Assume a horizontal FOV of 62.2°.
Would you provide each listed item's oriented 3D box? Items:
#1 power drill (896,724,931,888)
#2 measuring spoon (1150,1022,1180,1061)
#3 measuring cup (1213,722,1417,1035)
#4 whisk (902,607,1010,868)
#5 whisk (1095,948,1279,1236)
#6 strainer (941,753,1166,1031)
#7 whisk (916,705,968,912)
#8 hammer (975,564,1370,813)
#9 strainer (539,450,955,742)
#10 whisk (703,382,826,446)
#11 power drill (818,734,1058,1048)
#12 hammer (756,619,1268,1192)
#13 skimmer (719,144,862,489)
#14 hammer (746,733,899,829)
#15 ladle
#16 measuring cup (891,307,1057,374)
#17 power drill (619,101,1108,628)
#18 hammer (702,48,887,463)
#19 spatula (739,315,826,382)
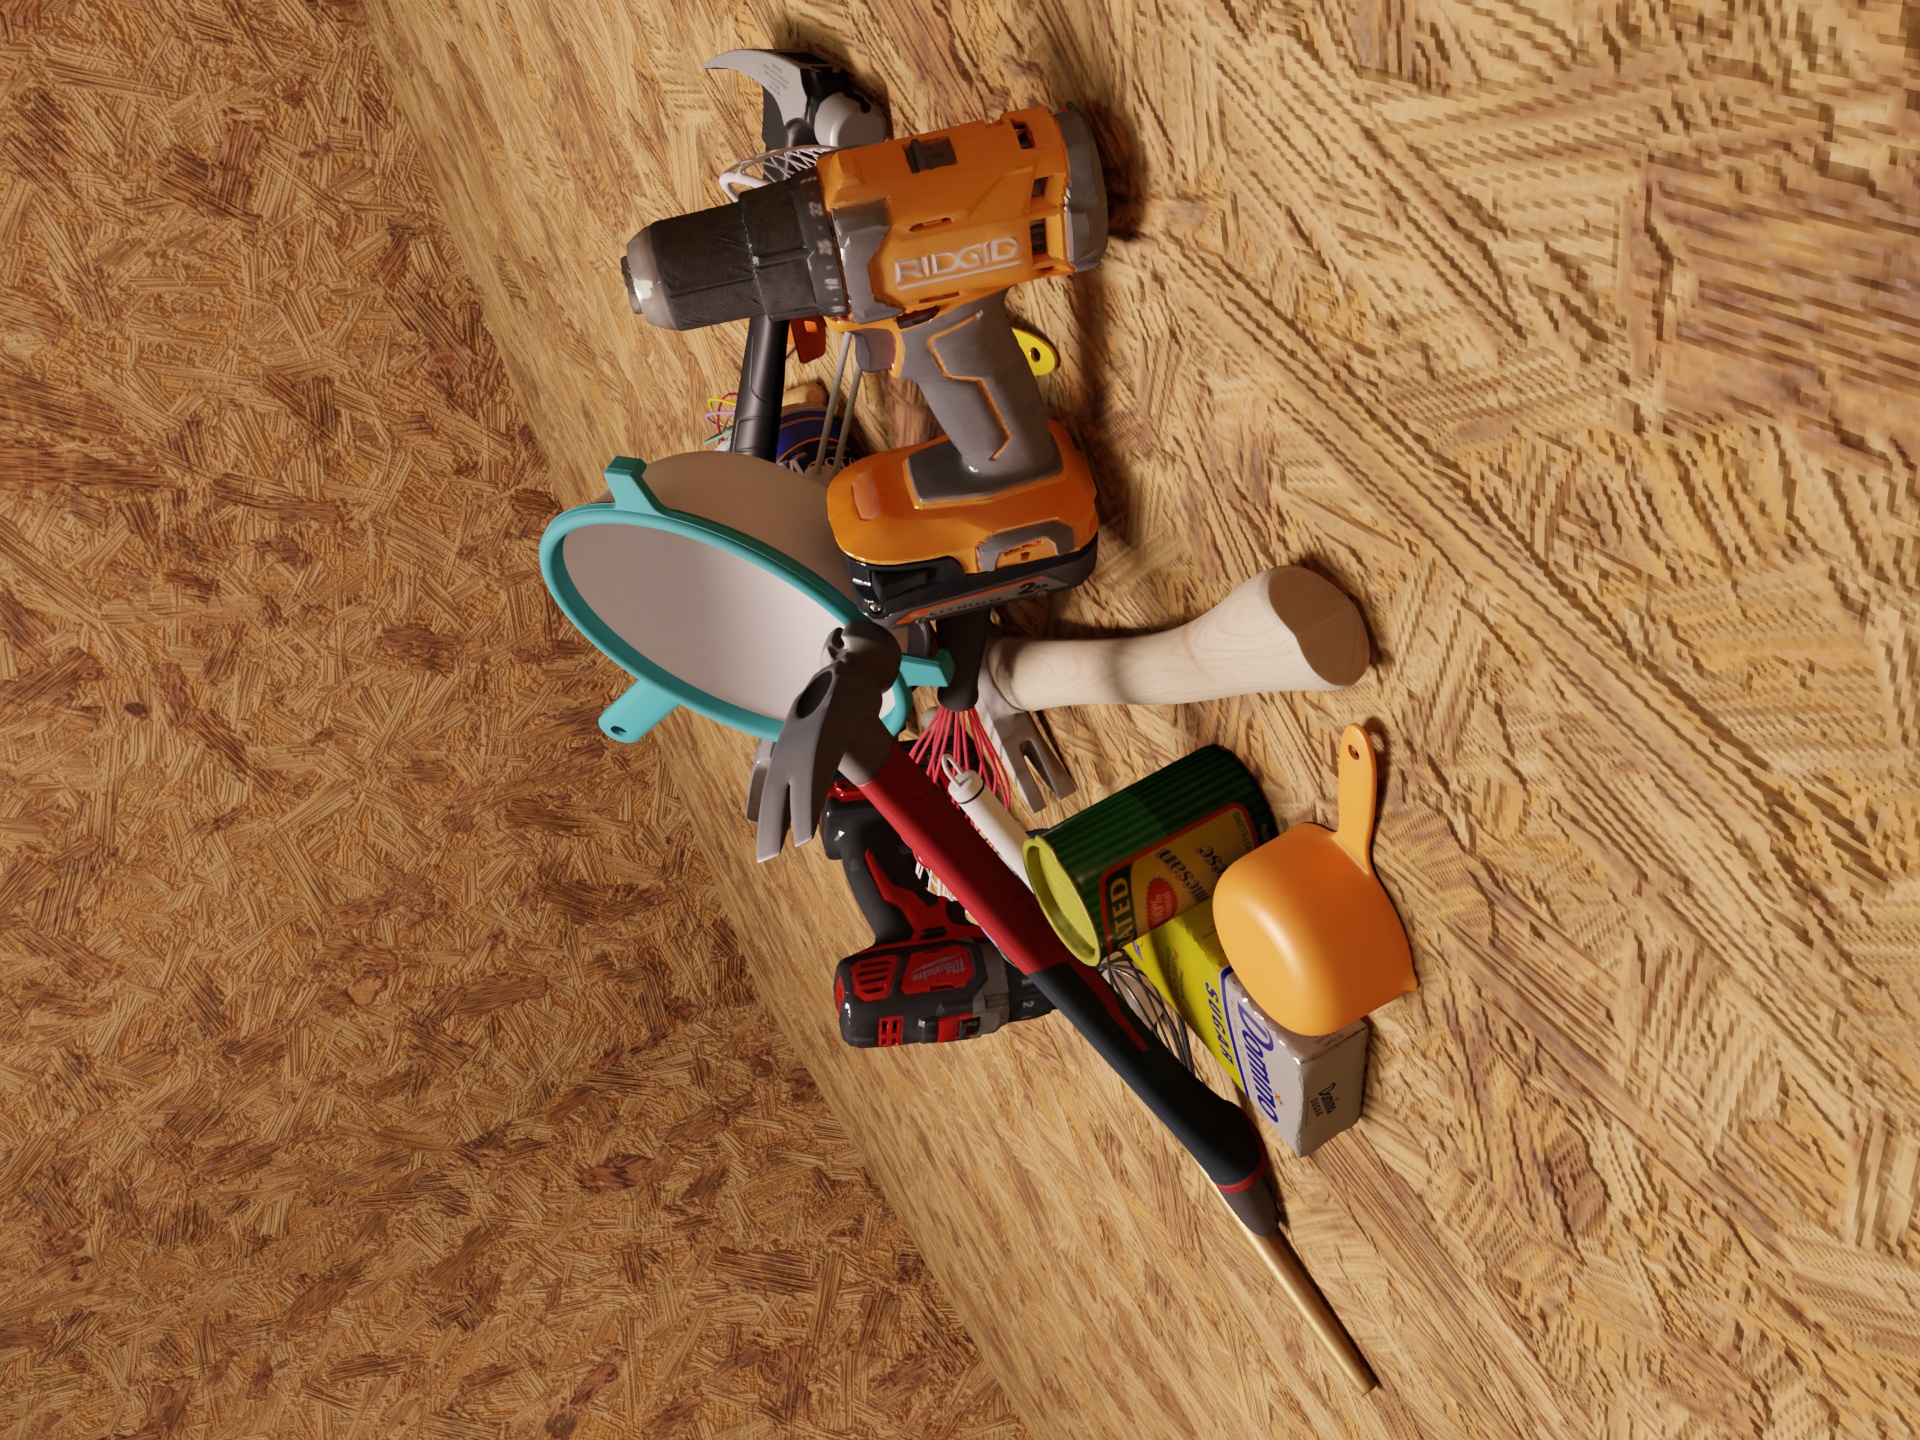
[{"bbox_3d":[-0.080,0.051,1.328,0.164,0.084,0.226,56,167,39],"label":"power drill"},{"bbox_3d":[0.129,0.223,1.012,0.129,0.042,0.021,53,157,12],"label":"measuring spoon"},{"bbox_3d":[0.146,0.068,0.672,0.095,0.052,0.173,52,162,38],"label":"measuring cup"},{"bbox_3d":[-0.001,-0.003,0.902,0.073,0.073,0.295,55,158,30],"label":"whisk"},{"bbox_3d":[0.135,0.224,0.934,0.238,0.055,0.055,58,168,-25],"label":"whisk"},{"bbox_3d":[0.064,0.111,0.932,0.258,0.050,0.087,51,-144,-26],"label":"strainer"},{"bbox_3d":[-0.013,0.075,1.234,0.059,0.058,0.246,19,142,18],"label":"whisk"},{"bbox_3d":[0.082,-0.016,0.782,0.146,0.038,0.411,64,164,-7],"label":"hammer"},{"bbox_3d":[-0.137,-0.062,0.906,0.211,0.095,0.340,31,155,-16],"label":"strainer"},{"bbox_3d":[-0.149,-0.230,1.186,0.245,0.051,0.047,12,121,67],"label":"whisk"},{"bbox_3d":[-0.004,0.116,1.084,0.080,0.188,0.227,94,165,-44],"label":"power drill"},{"bbox_3d":[0.043,0.130,0.789,0.386,0.038,0.143,50,-147,-26],"label":"hammer"},{"bbox_3d":[-0.077,-0.148,0.831,0.127,0.090,0.363,29,146,5],"label":"skimmer"},{"bbox_3d":[-0.094,0.006,1.059,0.331,0.033,0.128,166,117,-72],"label":"hammer"},{"bbox_3d":[0.160,0.288,1.021,0.316,0.031,0.069,53,-163,25],"label":"ladle"},{"bbox_3d":[0.003,-0.197,0.787,0.157,0.029,0.062,30,136,44],"label":"measuring cup"},{"bbox_3d":[-0.029,-0.139,0.673,0.226,0.185,0.084,81,176,-53],"label":"power drill"},{"bbox_3d":[-0.114,-0.213,0.912,0.146,0.035,0.334,49,140,38],"label":"hammer"},{"bbox_3d":[-0.128,-0.256,1.073,0.323,0.041,0.081,-173,71,-73],"label":"spatula"}]
